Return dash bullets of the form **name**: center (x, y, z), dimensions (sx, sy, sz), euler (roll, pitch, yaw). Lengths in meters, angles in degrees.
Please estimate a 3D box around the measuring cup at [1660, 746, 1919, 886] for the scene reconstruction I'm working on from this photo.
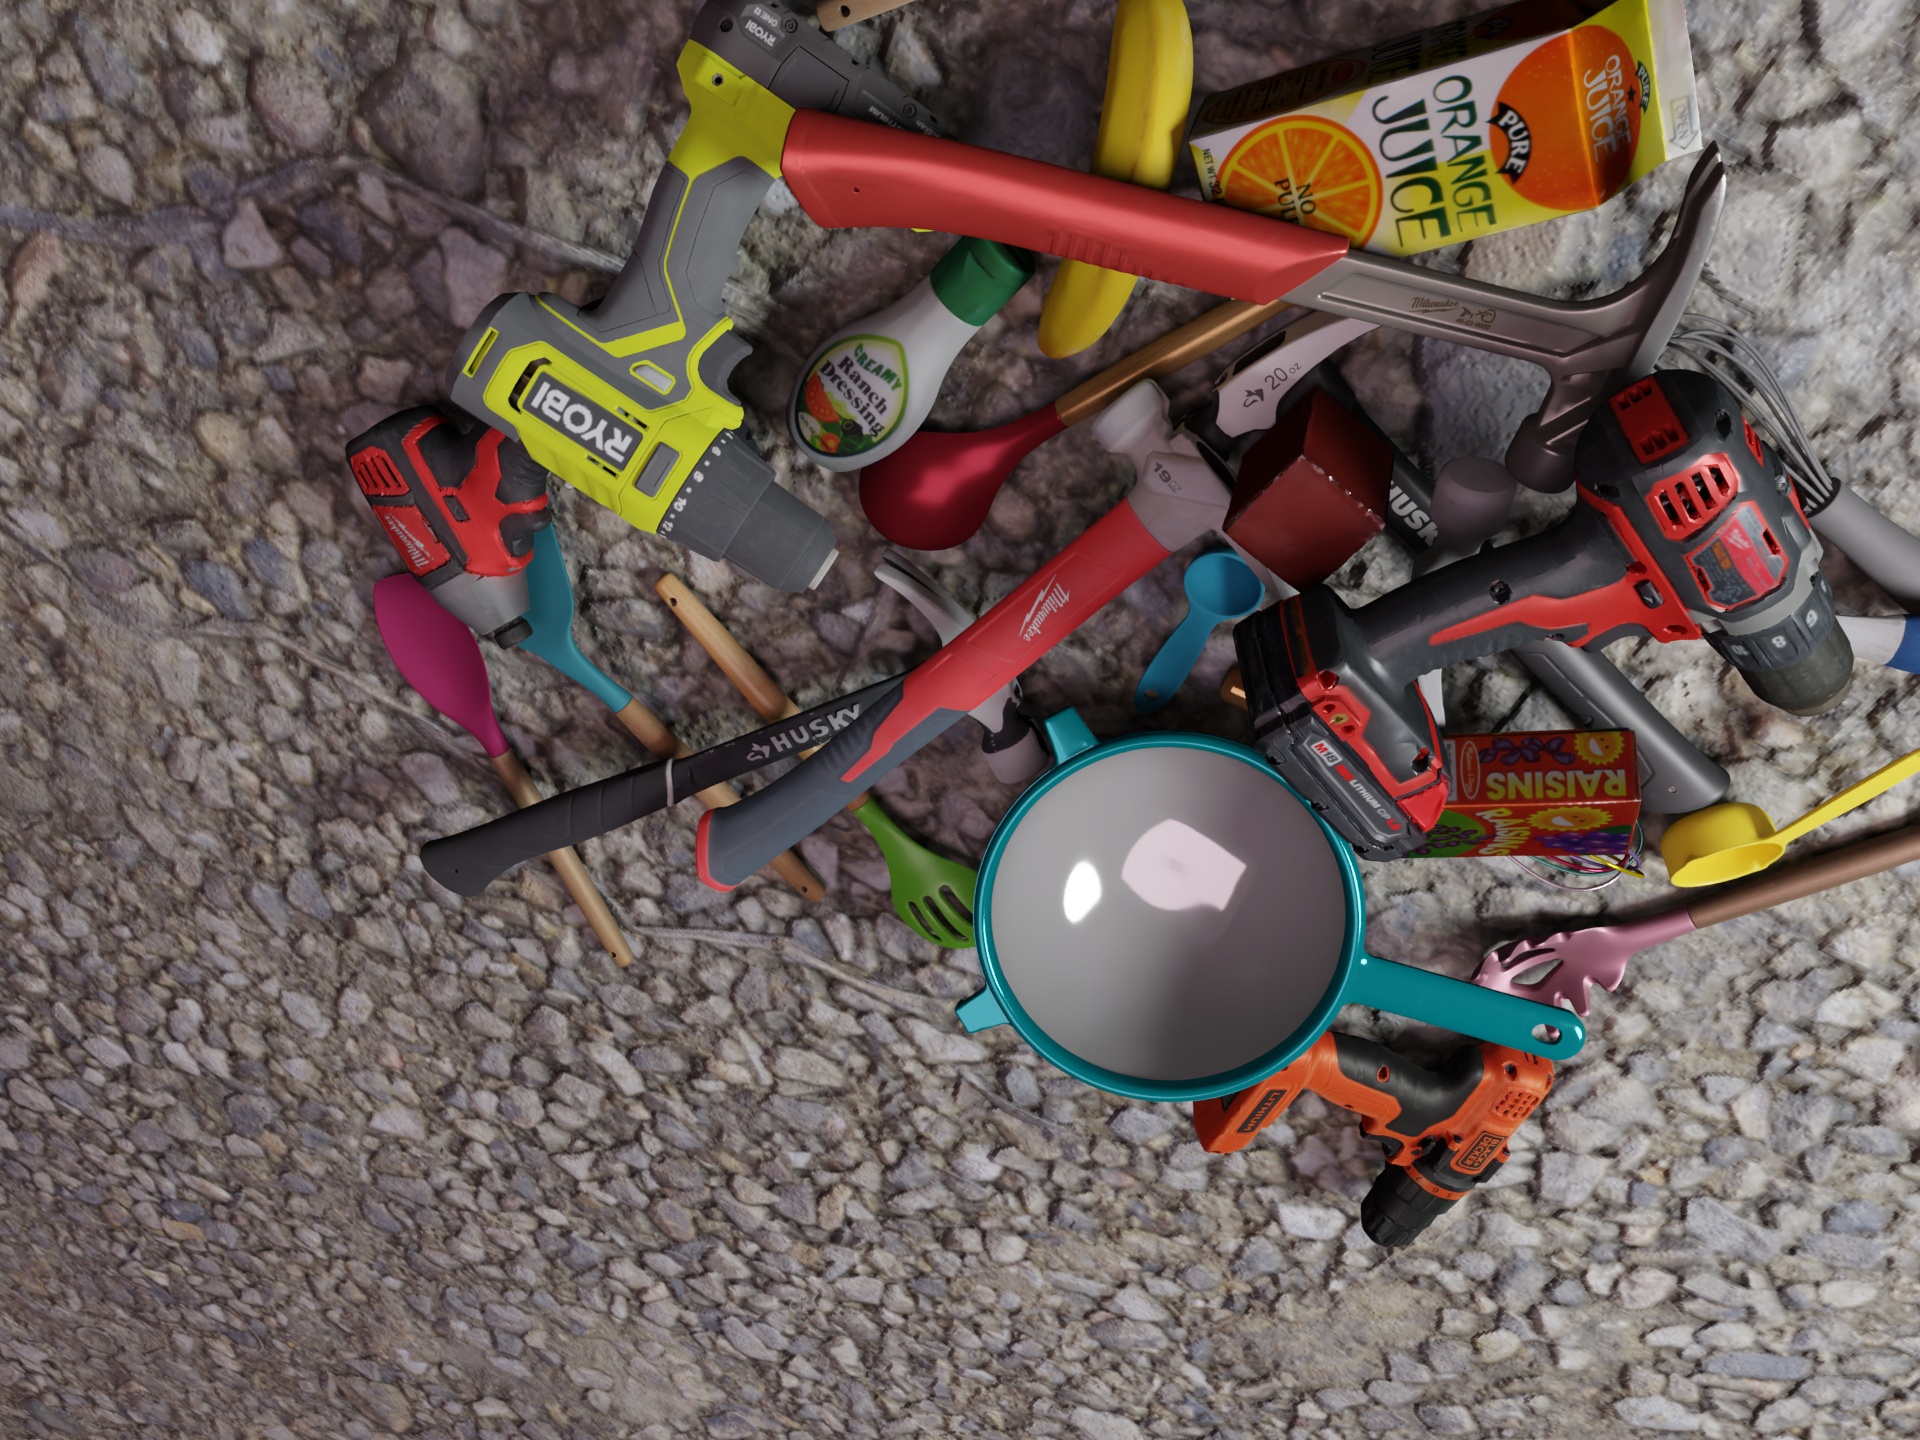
- **measuring cup**: center (0.418, 0.039, 0.793), dimensions (0.062, 0.029, 0.156), euler (6, 146, -30)

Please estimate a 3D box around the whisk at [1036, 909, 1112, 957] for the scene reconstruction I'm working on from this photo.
- **whisk**: center (0.126, 0.163, 0.986), dimensions (0.246, 0.058, 0.059), euler (28, 168, -9)

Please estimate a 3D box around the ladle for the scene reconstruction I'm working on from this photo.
- **ladle**: center (0.073, -0.162, 0.783), dimensions (0.315, 0.031, 0.069), euler (-25, 112, 28)

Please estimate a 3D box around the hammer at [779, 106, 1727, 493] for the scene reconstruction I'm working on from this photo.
- **hammer**: center (0.106, -0.198, 0.640), dimensions (0.359, 0.037, 0.149), euler (14, 134, 1)

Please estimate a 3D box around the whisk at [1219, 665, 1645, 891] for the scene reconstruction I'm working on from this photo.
- **whisk**: center (0.254, 0.028, 0.852), dimensions (0.245, 0.047, 0.051), euler (25, 129, 3)

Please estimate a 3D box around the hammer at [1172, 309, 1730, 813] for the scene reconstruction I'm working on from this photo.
- **hammer**: center (0.264, -0.070, 0.782), dimensions (0.334, 0.035, 0.146), euler (41, 127, -13)

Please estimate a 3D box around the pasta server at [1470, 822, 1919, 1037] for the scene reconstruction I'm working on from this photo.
- **pasta server**: center (0.421, 0.101, 0.854), dimensions (0.316, 0.040, 0.060), euler (-27, 109, 30)

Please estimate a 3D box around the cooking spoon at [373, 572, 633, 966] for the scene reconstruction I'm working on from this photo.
- **cooking spoon**: center (-0.290, 0.041, 1.045), dimensions (0.069, 0.017, 0.318), euler (-9, 121, 24)

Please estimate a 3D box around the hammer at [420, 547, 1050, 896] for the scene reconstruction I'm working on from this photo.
- **hammer**: center (-0.159, 0.027, 0.945), dimensions (0.409, 0.036, 0.149), euler (-20, 114, 21)

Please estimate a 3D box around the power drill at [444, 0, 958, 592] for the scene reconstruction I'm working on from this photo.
- **power drill**: center (-0.097, -0.187, 0.725), dimensions (0.190, 0.080, 0.228), euler (33, 101, -8)

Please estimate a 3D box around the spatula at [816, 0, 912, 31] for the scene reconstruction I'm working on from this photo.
- **spatula**: center (0.080, -0.344, 0.655), dimensions (0.316, 0.018, 0.059), euler (-11, 126, 23)

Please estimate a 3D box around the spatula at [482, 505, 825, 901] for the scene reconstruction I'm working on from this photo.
- **spatula**: center (-0.185, 0.000, 0.982), dimensions (0.082, 0.044, 0.317), euler (-27, 118, 29)

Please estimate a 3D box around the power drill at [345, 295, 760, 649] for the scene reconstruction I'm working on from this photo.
- **power drill**: center (-0.224, -0.128, 0.858), dimensions (0.219, 0.078, 0.143), euler (-20, 105, 32)

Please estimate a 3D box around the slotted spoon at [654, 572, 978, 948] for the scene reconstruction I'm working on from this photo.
- **slotted spoon**: center (-0.079, 0.033, 0.968), dimensions (0.070, 0.031, 0.313), euler (-30, 110, 29)

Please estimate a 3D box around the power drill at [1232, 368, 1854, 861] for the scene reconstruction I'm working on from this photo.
- **power drill**: center (0.253, -0.027, 0.681), dimensions (0.226, 0.080, 0.187), euler (-31, 127, 26)

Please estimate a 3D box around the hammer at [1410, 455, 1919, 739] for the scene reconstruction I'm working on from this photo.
- **hammer**: center (0.408, -0.034, 0.721), dimensions (0.405, 0.035, 0.144), euler (7, 133, 6)

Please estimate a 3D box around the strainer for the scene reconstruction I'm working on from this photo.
- **strainer**: center (0.176, 0.118, 0.899), dimensions (0.340, 0.095, 0.211), euler (16, 103, 0)

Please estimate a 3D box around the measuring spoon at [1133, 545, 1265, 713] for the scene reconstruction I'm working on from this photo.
- **measuring spoon**: center (0.124, -0.049, 0.857), dimensions (0.042, 0.021, 0.128), euler (26, 137, -2)

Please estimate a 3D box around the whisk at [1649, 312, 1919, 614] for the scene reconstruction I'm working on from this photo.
- **whisk**: center (0.390, -0.102, 0.717), dimensions (0.239, 0.055, 0.055), euler (34, 127, -13)

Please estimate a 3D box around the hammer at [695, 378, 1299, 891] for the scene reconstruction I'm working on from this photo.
- **hammer**: center (-0.001, -0.003, 0.839), dimensions (0.386, 0.038, 0.143), euler (-38, 91, 29)
